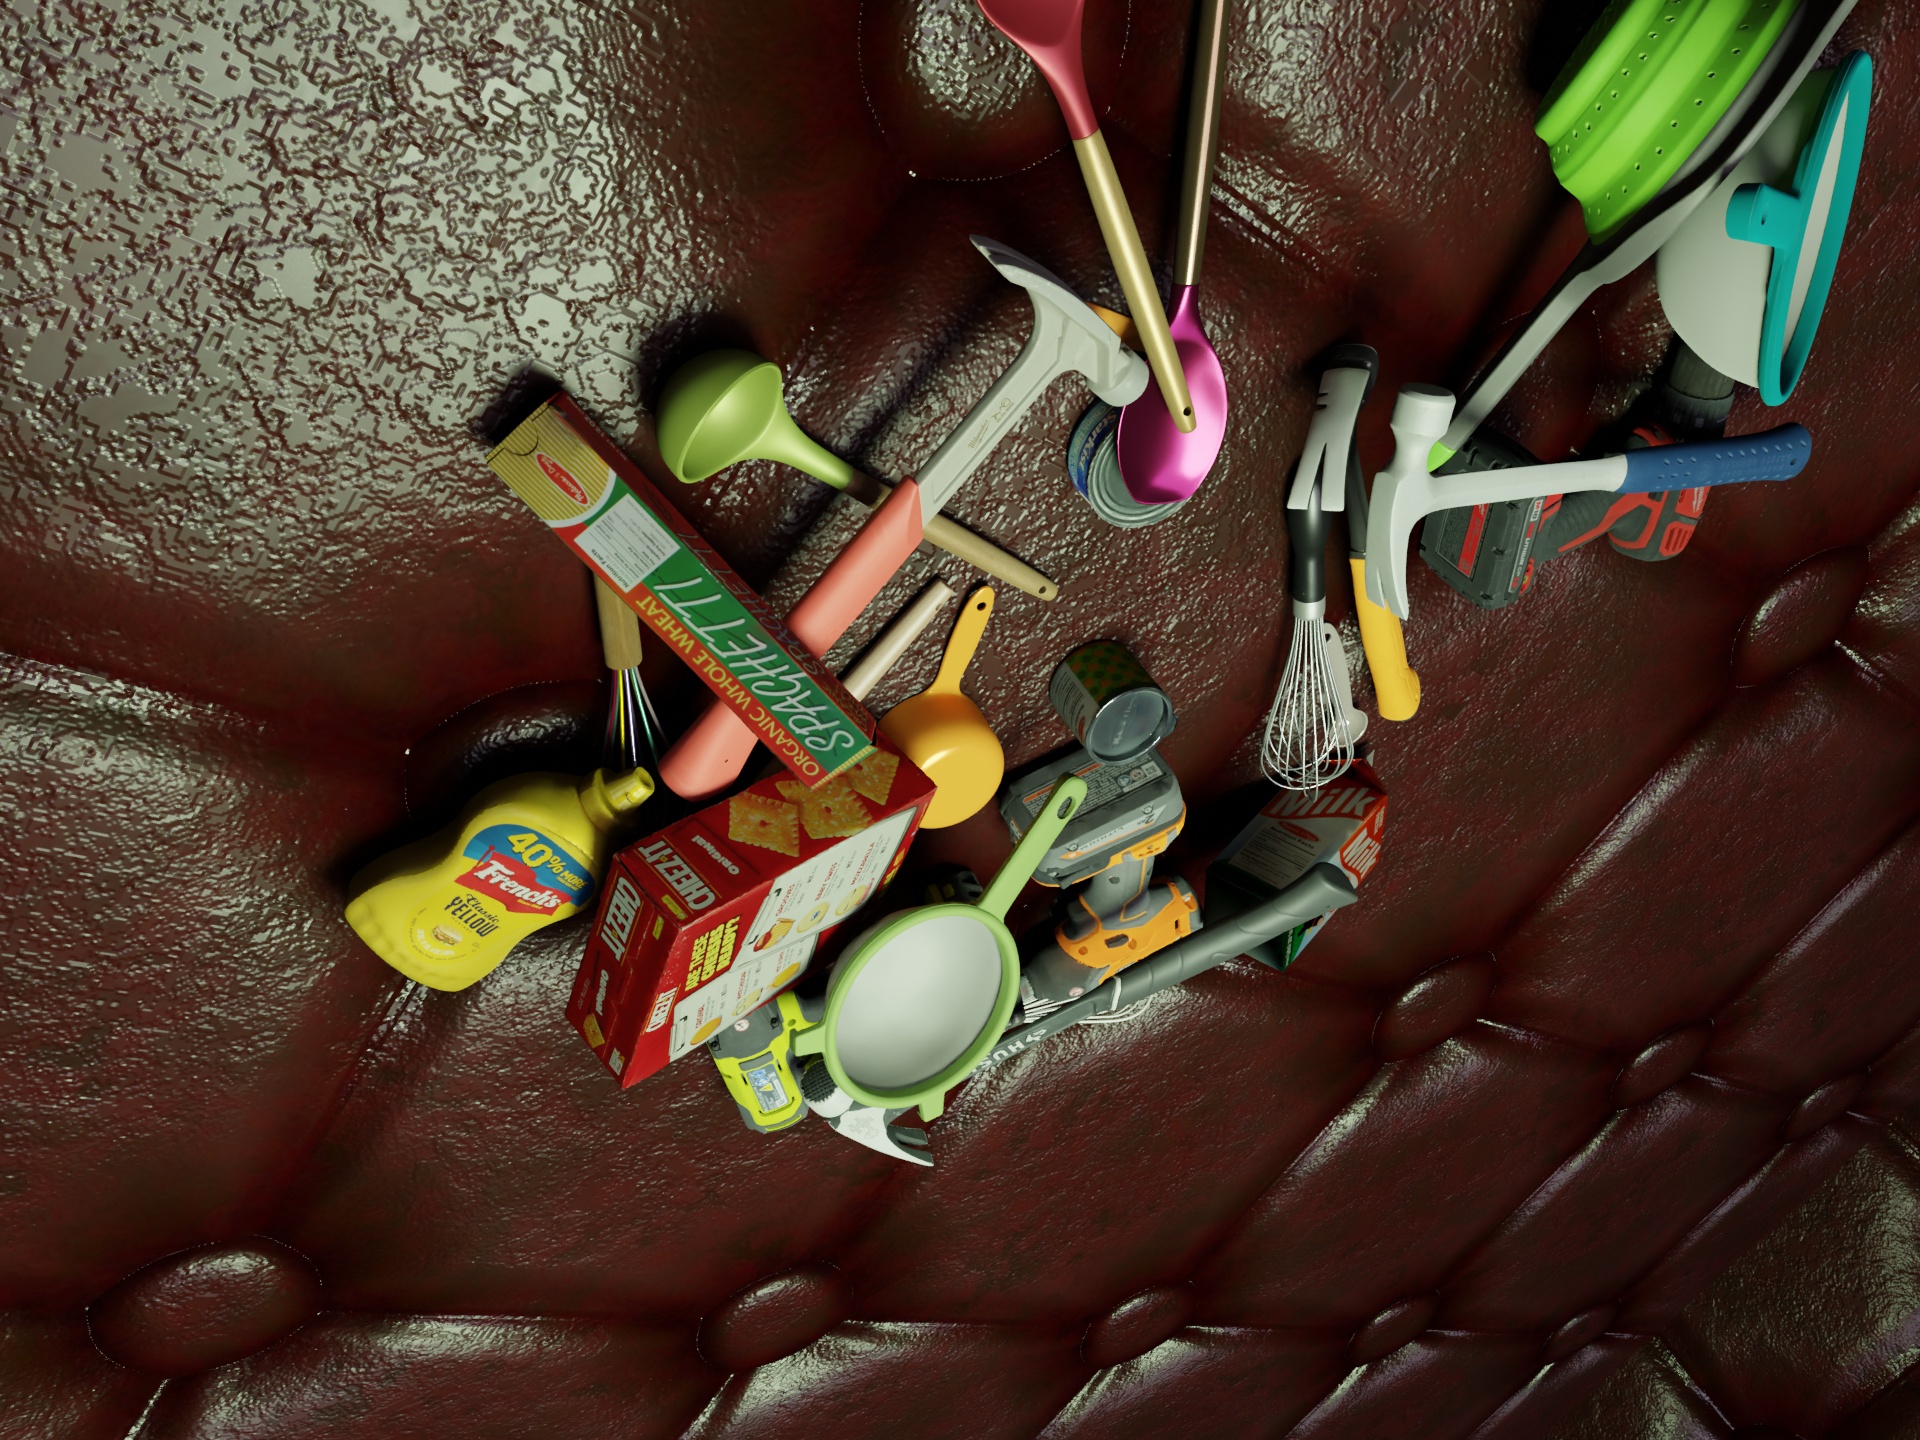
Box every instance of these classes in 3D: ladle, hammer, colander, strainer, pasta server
[{"bbox_3d":[0.075,-0.282,0.827,0.069,0.031,0.315,-32,126,-7],"label":"ladle"},{"bbox_3d":[0.094,0.207,1.140,0.409,0.036,0.149,-28,137,8],"label":"hammer"},{"bbox_3d":[0.421,-0.157,1.046,0.405,0.035,0.144,-10,122,-30],"label":"hammer"},{"bbox_3d":[0.361,-0.309,0.951,0.094,0.205,0.397,34,134,0],"label":"colander"},{"bbox_3d":[0.282,-0.095,1.097,0.336,0.034,0.127,59,44,-50],"label":"hammer"},{"bbox_3d":[-0.055,-0.093,0.877,0.359,0.037,0.149,-47,144,16],"label":"hammer"},{"bbox_3d":[-0.042,-0.122,0.910,0.319,0.062,0.078,24,112,-44],"label":"ladle"},{"bbox_3d":[0.460,-0.298,0.952,0.340,0.095,0.211,-19,120,-53],"label":"strainer"},{"bbox_3d":[-0.109,0.034,1.018,0.316,0.040,0.060,-47,160,12],"label":"pasta server"},{"bbox_3d":[-0.009,0.134,1.062,0.151,0.069,0.256,38,85,-41],"label":"strainer"}]

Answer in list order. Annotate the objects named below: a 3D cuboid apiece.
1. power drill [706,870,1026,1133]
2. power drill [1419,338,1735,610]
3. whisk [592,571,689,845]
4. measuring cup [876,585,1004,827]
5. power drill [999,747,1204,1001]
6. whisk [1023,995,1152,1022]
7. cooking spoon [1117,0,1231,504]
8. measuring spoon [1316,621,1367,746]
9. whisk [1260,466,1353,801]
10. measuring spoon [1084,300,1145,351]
[{"bbox_3d":[-0.074,0.201,1.154,0.223,0.080,0.171,-21,134,-9],"label":"power drill"},{"bbox_3d":[0.450,-0.183,1.124,0.226,0.080,0.187,-17,133,-21],"label":"power drill"},{"bbox_3d":[-0.194,-0.019,0.928,0.047,0.051,0.244,-29,135,-35],"label":"whisk"},{"bbox_3d":[-0.002,-0.003,1.034,0.095,0.052,0.173,0,128,-30],"label":"measuring cup"},{"bbox_3d":[0.096,0.125,1.183,0.164,0.084,0.226,-26,139,-8],"label":"power drill"},{"bbox_3d":[0.040,0.235,1.269,0.246,0.059,0.057,-13,160,-14],"label":"whisk"},{"bbox_3d":[0.127,-0.268,0.878,0.068,0.017,0.318,-7,122,-15],"label":"cooking spoon"},{"bbox_3d":[0.283,-0.030,1.206,0.034,0.018,0.124,-28,129,-6],"label":"measuring spoon"},{"bbox_3d":[0.248,-0.056,1.131,0.070,0.070,0.284,-20,129,-13],"label":"whisk"},{"bbox_3d":[0.093,-0.226,0.928,0.116,0.011,0.021,8,123,-34],"label":"measuring spoon"}]
